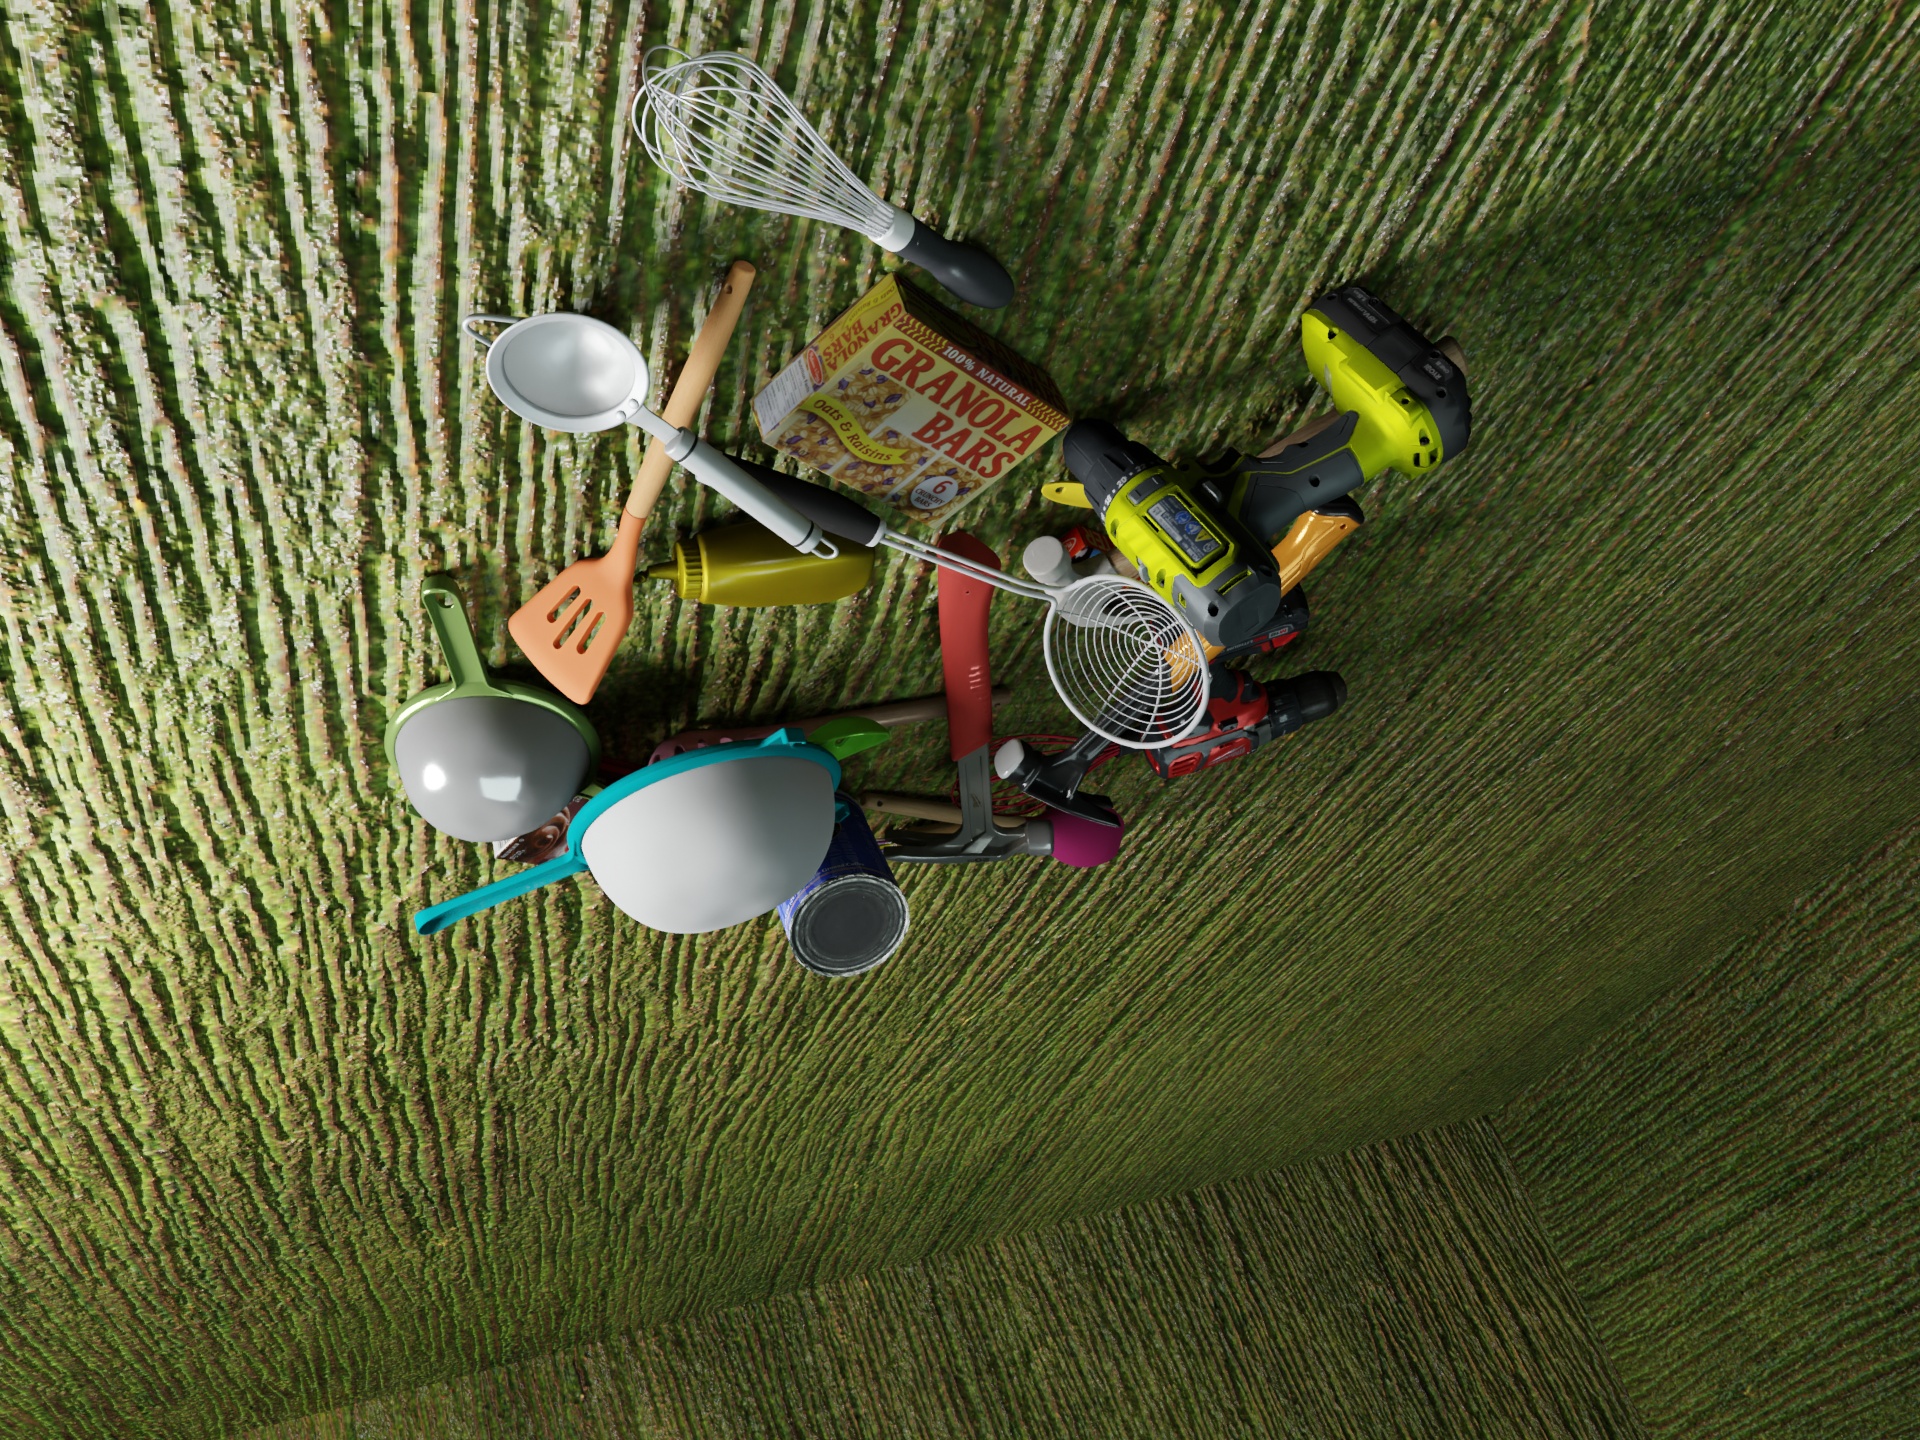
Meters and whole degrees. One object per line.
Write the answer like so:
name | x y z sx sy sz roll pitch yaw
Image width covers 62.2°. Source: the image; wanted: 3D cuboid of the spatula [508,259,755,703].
spatula | -0.194 -0.142 0.963 0.041 0.081 0.322 -31 161 -49

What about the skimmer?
skimmer | -0.002 -0.081 1.032 0.363 0.090 0.127 19 140 -22

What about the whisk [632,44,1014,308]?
whisk | -0.057 -0.269 0.829 0.070 0.070 0.284 -37 152 27

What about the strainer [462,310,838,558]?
strainer | -0.165 -0.162 0.899 0.087 0.050 0.258 -30 131 33

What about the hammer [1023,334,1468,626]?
hammer | 0.208 -0.168 1.132 0.331 0.031 0.129 -31 148 10

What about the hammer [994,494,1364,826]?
hammer | 0.178 -0.046 1.211 0.127 0.034 0.337 26 121 -34

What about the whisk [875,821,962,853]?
whisk | -0.082 0.120 1.477 0.245 0.051 0.047 -10 144 -23

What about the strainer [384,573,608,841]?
strainer | -0.331 0.010 1.086 0.151 0.069 0.256 -3 142 -4

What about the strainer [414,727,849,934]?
strainer | -0.239 0.124 1.189 0.340 0.095 0.210 -21 159 -1

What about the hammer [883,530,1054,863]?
hammer | -0.002 -0.004 1.261 0.149 0.037 0.358 -1 138 3

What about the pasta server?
pasta server | -0.102 0.011 1.285 0.316 0.040 0.060 -10 158 -21

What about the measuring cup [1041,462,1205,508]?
measuring cup | 0.121 -0.167 1.142 0.156 0.029 0.062 2 143 -31

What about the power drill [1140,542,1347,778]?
power drill | 0.244 -0.046 1.345 0.188 0.080 0.226 -18 146 -5

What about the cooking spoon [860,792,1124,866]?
cooking spoon | 0.039 0.096 1.512 0.318 0.017 0.069 11 95 -36

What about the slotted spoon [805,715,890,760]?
slotted spoon | -0.163 0.074 1.303 0.070 0.031 0.313 -1 151 -45

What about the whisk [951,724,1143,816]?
whisk | 0.123 0.028 1.438 0.295 0.073 0.073 -15 151 -23

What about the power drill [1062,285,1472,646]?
power drill | 0.195 -0.178 1.040 0.228 0.191 0.080 -36 150 -2
